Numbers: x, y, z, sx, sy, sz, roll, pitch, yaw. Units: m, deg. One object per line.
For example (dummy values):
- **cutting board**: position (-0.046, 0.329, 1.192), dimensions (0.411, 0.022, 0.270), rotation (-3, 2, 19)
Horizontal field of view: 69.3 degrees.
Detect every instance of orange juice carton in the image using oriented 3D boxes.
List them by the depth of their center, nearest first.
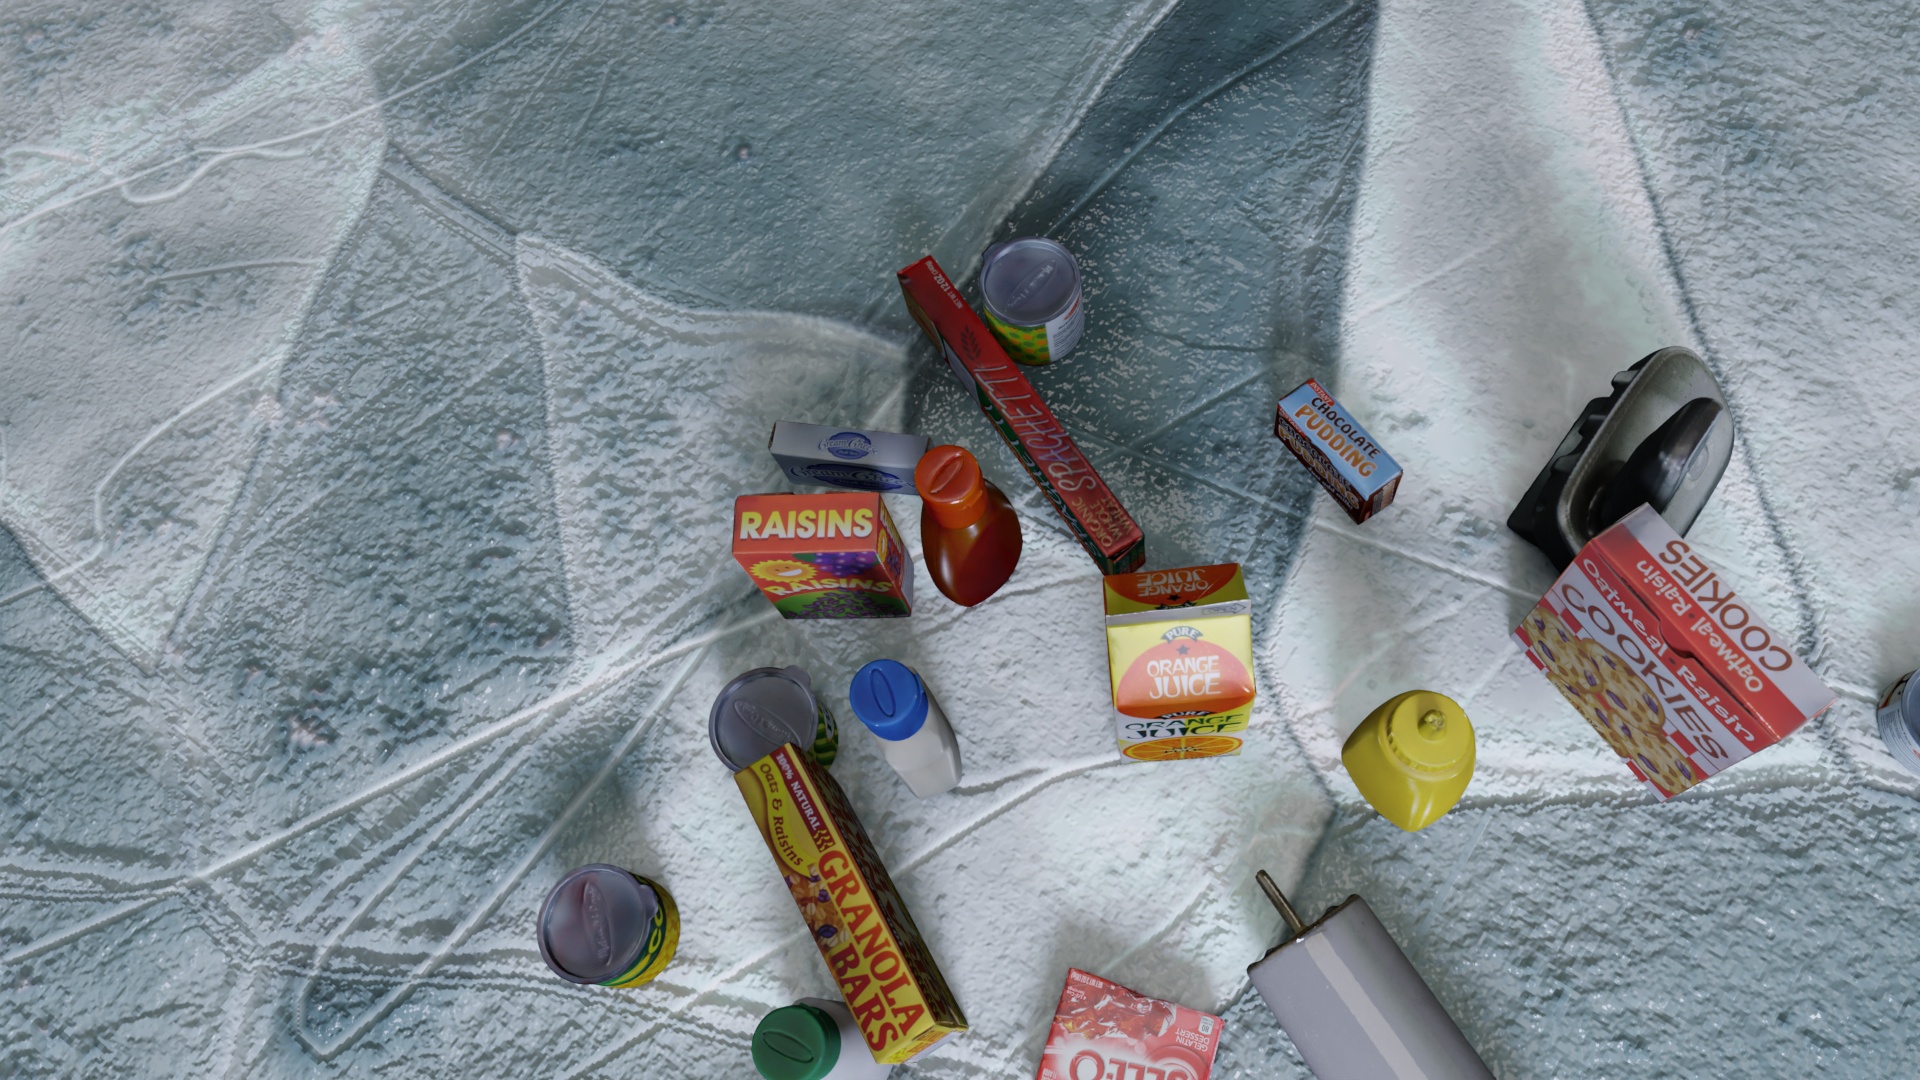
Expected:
- **orange juice carton**: position (0.116, 0.065, 0.749), dimensions (0.072, 0.192, 0.073), rotation (-5, 69, 6)

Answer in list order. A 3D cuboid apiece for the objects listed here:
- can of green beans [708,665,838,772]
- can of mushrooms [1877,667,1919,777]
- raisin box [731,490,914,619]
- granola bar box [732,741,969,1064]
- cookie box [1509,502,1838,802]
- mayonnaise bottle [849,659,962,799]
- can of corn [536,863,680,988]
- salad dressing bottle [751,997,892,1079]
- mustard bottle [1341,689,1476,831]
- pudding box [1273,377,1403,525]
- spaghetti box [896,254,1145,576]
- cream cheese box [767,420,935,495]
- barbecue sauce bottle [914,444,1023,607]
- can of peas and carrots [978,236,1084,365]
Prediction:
- **can of green beans**: position (-0.111, 0.115, 0.834), dimensions (0.071, 0.057, 0.071), rotation (-3, 69, 7)
- **can of mushrooms**: position (0.547, 0.098, 0.762), dimensions (0.071, 0.033, 0.071), rotation (-3, 69, 7)
- **raisin box**: position (-0.079, 0.011, 0.835), dimensions (0.086, 0.123, 0.040), rotation (-1, 70, 8)
- **granola bar box**: position (-0.057, 0.200, 0.759), dimensions (0.039, 0.124, 0.166), rotation (-30, 68, -4)
- **cookie box**: position (0.363, 0.065, 0.729), dimensions (0.040, 0.167, 0.123), rotation (-35, 69, -5)
- **mayonnaise bottle**: position (-0.031, 0.102, 0.779), dimensions (0.041, 0.147, 0.065), rotation (-22, 68, 0)
- **can of corn**: position (-0.200, 0.223, 0.805), dimensions (0.071, 0.058, 0.071), rotation (-3, 69, 7)
- **salad dressing bottle**: position (-0.072, 0.263, 0.724), dimensions (0.064, 0.147, 0.044), rotation (21, 74, 15)
- **mustard bottle**: position (0.241, 0.111, 0.732), dimensions (0.049, 0.159, 0.065), rotation (-38, 69, -7)
- **pudding box**: position (0.232, -0.055, 0.856), dimensions (0.030, 0.049, 0.084), rotation (-35, 69, -6)
- **spaghetti box**: position (0.037, -0.080, 0.893), dimensions (0.029, 0.050, 0.250), rotation (-33, 68, -5)
- **cream cheese box**: position (-0.067, -0.052, 0.895), dimensions (0.104, 0.053, 0.024), rotation (7, 71, 10)
- **barbecue sauce bottle**: position (0.003, -0.010, 0.818), dimensions (0.044, 0.148, 0.065), rotation (36, 78, 19)
- **can of peas and carrots**: position (0.046, -0.158, 0.917), dimensions (0.071, 0.058, 0.071), rotation (-3, 69, 7)
